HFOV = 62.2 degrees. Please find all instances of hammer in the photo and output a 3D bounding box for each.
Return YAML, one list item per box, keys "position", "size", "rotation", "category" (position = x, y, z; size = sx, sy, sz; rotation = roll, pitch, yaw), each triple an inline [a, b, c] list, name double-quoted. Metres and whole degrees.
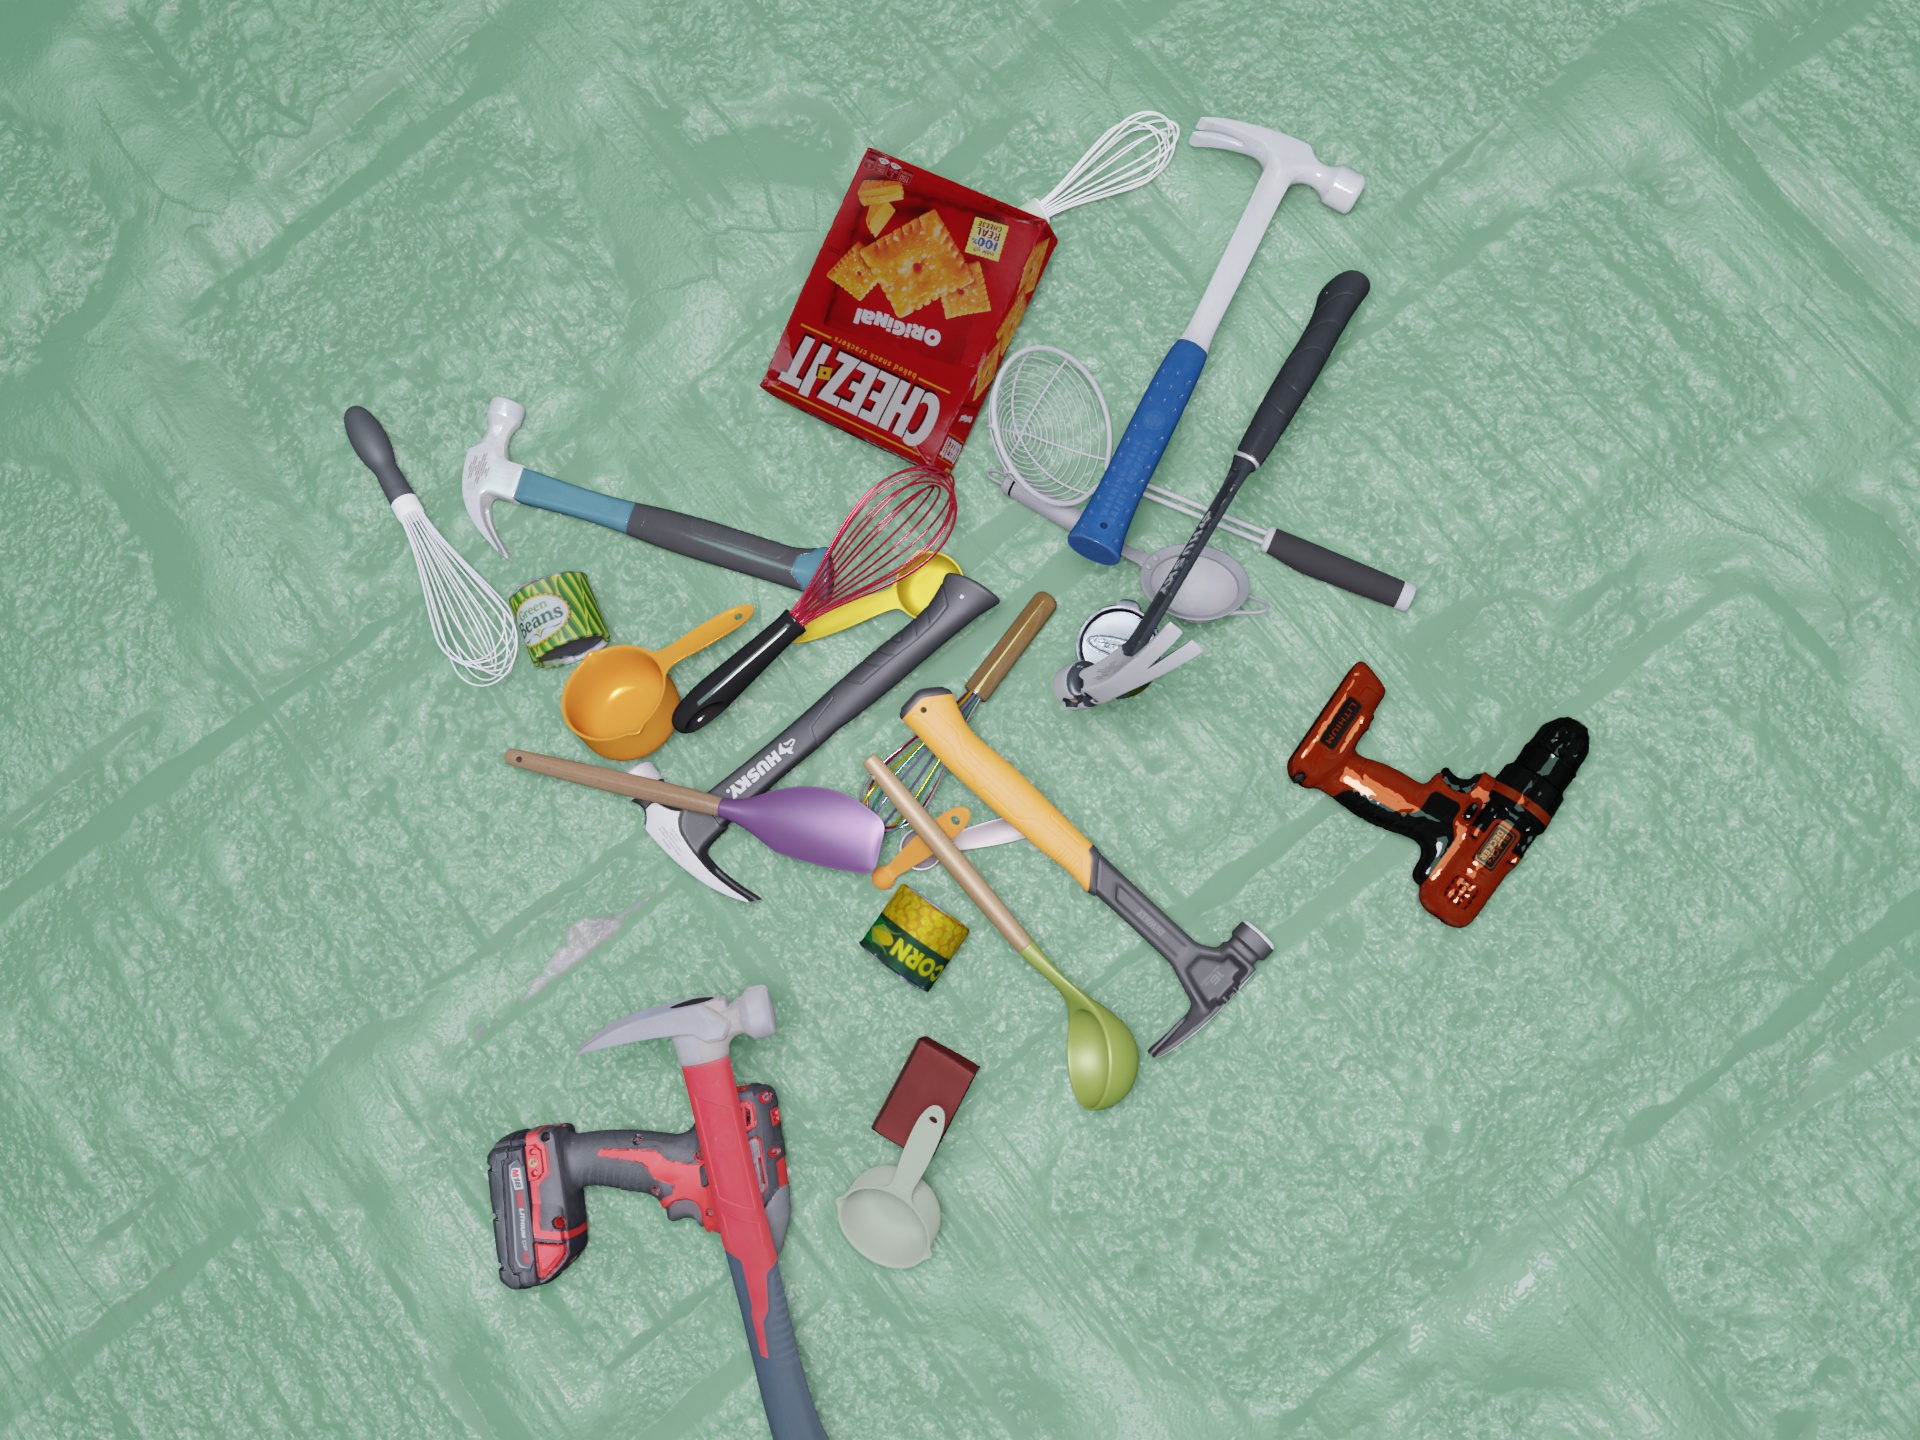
- position: [-0.169, 0.395, 1.168]
  size: [0.143, 0.038, 0.386]
  rotation: [-12, 95, -3]
  category: "hammer"
- position: [-0.258, -0.164, 1.316]
  size: [0.331, 0.033, 0.128]
  rotation: [17, 83, 8]
  category: "hammer"
- position: [0.179, -0.301, 1.239]
  size: [0.144, 0.035, 0.406]
  rotation: [27, 72, 0]
  category: "hammer"
- position: [0.078, 0.104, 1.220]
  size: [0.337, 0.034, 0.127]
  rotation: [44, 88, 1]
  category: "hammer"
- position: [-0.104, 0.003, 1.261]
  size: [0.335, 0.035, 0.146]
  rotation: [-40, 80, 5]
  category: "hammer"
- position: [0.206, -0.182, 1.177]
  size: [0.036, 0.149, 0.409]
  rotation: [38, 70, -15]
  category: "hammer"

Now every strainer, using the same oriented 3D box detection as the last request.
- position: [0.128, -0.138, 1.272]
  size: [0.258, 0.050, 0.087]
  rotation: [32, 54, 15]
  category: "strainer"

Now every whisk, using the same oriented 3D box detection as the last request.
- position: [-0.114, -0.092, 1.250]
  size: [0.296, 0.073, 0.073]
  rotation: [-42, 80, 1]
  category: "whisk"
- position: [0.074, -0.427, 1.318]
  size: [0.246, 0.057, 0.059]
  rotation: [-31, 46, 4]
  category: "whisk"
- position: [-0.445, -0.151, 1.325]
  size: [0.070, 0.070, 0.285]
  rotation: [-32, 76, 1]
  category: "whisk"
- position: [-0.003, -0.005, 1.260]
  size: [0.047, 0.051, 0.245]
  rotation: [41, 81, -24]
  category: "whisk"

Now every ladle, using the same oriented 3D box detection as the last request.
- position: [0.024, 0.158, 1.203]
  size: [0.062, 0.078, 0.320]
  rotation: [-40, 90, -26]
  category: "ladle"

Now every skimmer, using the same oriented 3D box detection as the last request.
- position: [0.191, -0.180, 1.244]
  size: [0.363, 0.090, 0.127]
  rotation: [24, 65, 7]
  category: "skimmer"

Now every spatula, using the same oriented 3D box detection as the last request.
- position: [-0.212, 0.060, 1.250]
  size: [0.316, 0.018, 0.060]
  rotation: [12, 89, 10]
  category: "spatula"

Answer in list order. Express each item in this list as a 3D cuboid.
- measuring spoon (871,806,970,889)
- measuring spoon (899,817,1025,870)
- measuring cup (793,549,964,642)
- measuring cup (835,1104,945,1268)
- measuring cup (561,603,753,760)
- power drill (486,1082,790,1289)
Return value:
- position: [-0.032, 0.100, 1.236]
  size: [0.021, 0.011, 0.117]
  rotation: [51, 124, 1]
  category: "measuring spoon"
- position: [0.012, 0.091, 1.266]
  size: [0.124, 0.018, 0.034]
  rotation: [-12, 97, -3]
  category: "measuring spoon"
- position: [-0.069, -0.091, 1.293]
  size: [0.156, 0.029, 0.062]
  rotation: [-18, 83, 9]
  category: "measuring cup"
- position: [-0.037, 0.337, 1.183]
  size: [0.083, 0.038, 0.167]
  rotation: [28, 120, 10]
  category: "measuring cup"
- position: [-0.234, -0.034, 1.283]
  size: [0.173, 0.052, 0.095]
  rotation: [-33, 59, -8]
  category: "measuring cup"
- position: [-0.240, 0.366, 1.222]
  size: [0.219, 0.078, 0.143]
  rotation: [-10, 82, 1]
  category: "power drill"
